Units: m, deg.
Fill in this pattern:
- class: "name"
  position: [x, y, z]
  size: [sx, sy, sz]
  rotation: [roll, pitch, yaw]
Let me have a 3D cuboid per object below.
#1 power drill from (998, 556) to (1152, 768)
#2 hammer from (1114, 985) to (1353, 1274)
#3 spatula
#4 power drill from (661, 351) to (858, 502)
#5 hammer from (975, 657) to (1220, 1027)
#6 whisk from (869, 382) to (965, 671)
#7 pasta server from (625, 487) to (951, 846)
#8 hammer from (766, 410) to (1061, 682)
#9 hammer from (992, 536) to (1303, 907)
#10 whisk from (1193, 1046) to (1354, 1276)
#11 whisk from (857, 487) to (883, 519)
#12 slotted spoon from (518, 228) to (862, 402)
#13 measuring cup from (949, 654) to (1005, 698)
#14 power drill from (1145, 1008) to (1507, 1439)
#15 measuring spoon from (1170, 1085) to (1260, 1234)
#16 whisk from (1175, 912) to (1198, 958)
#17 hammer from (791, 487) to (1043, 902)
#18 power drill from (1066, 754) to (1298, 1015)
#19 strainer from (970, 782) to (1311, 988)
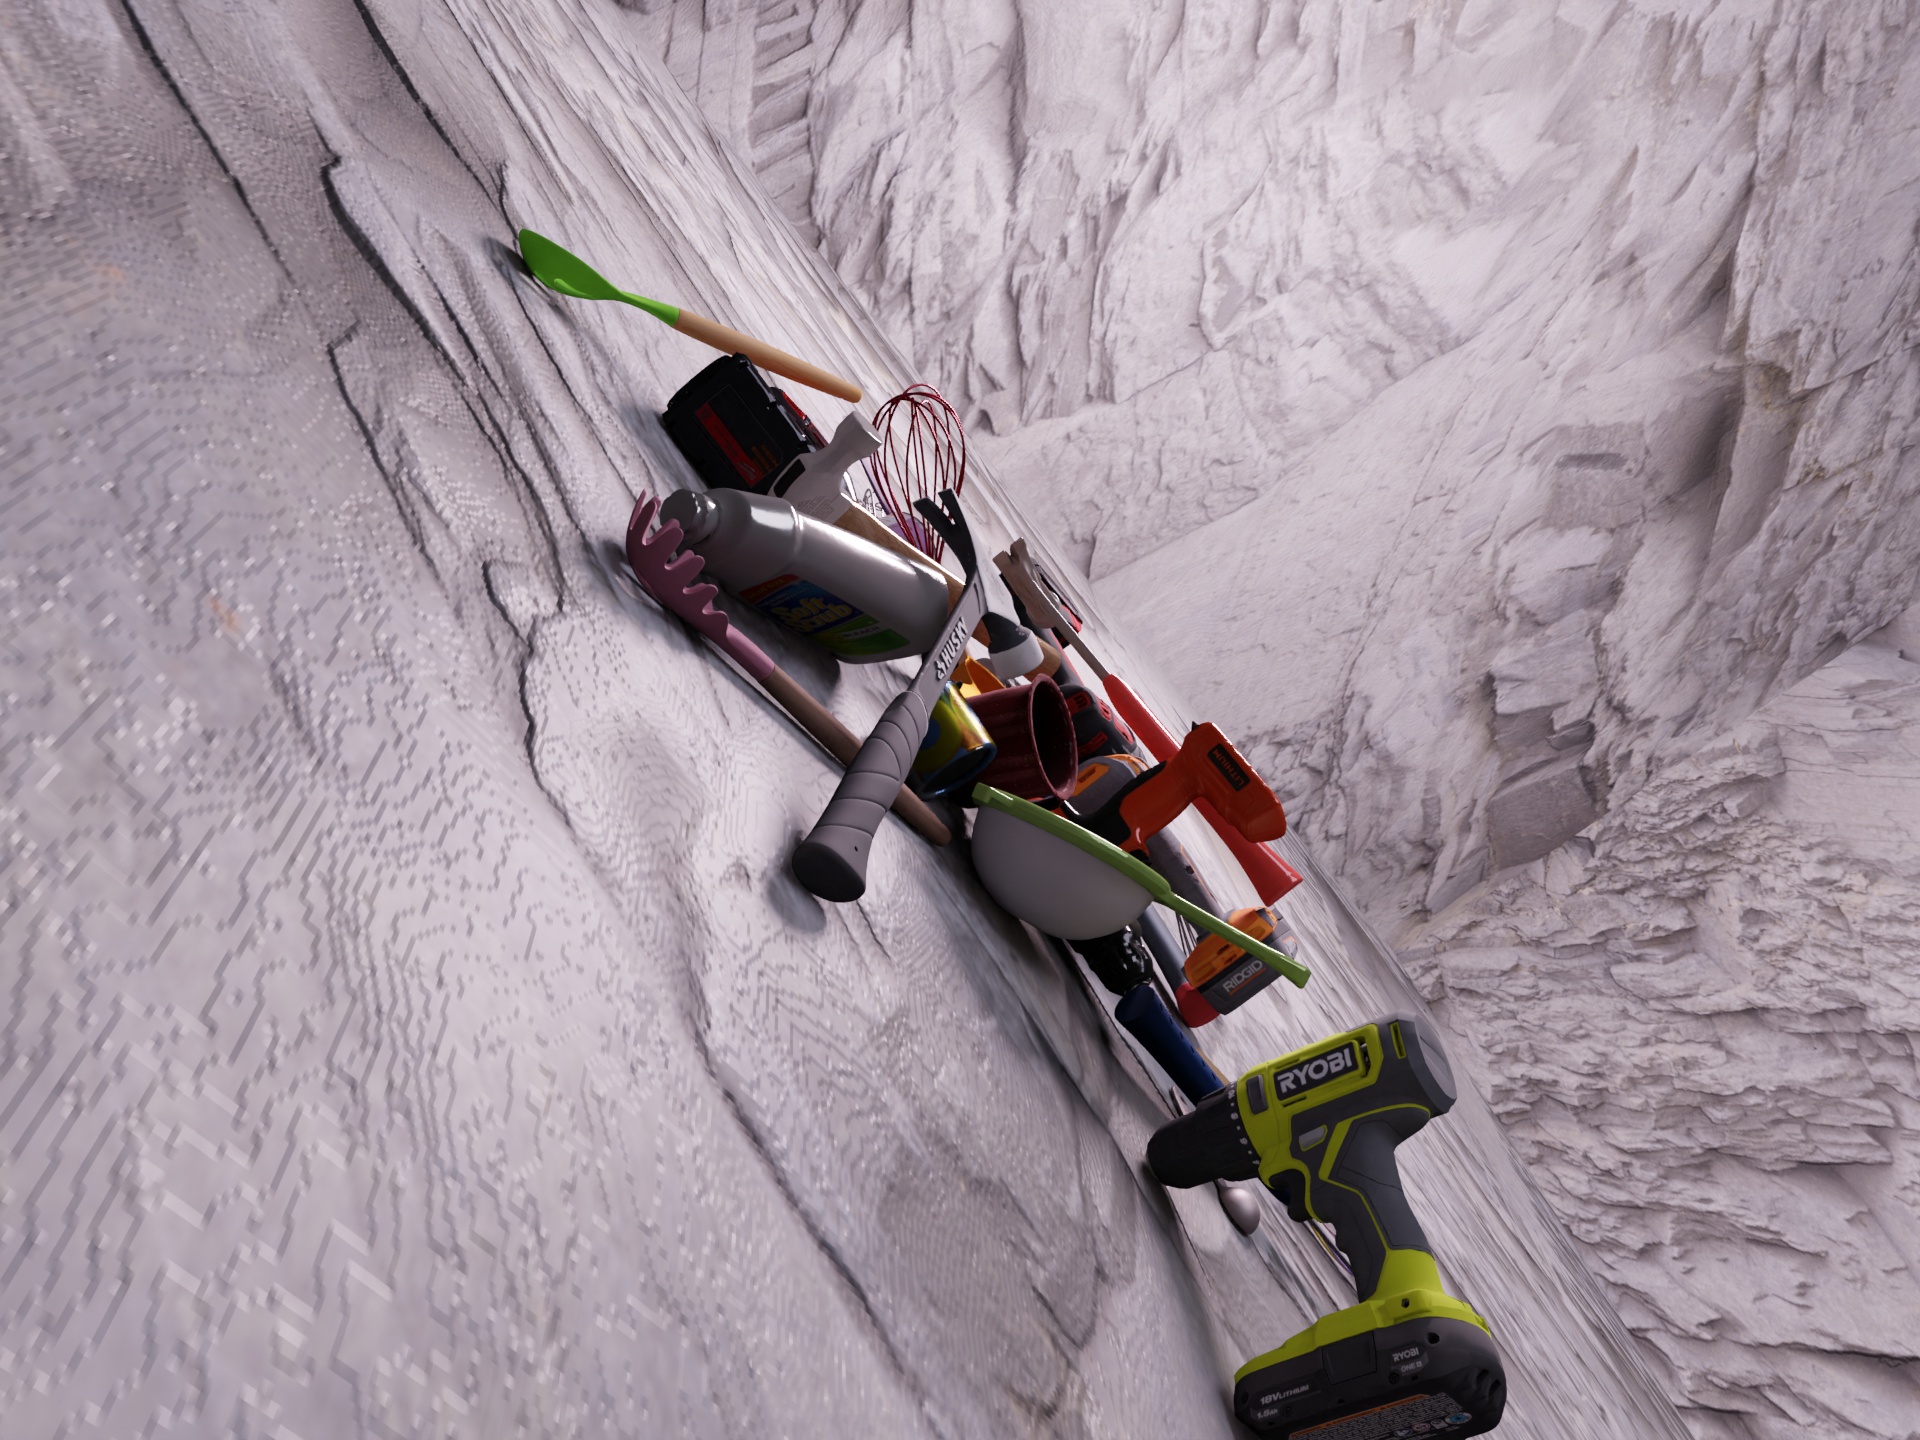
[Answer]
- class: "power drill"
  position: [0.107, -0.028, 1.514]
  size: [0.187, 0.080, 0.227]
  rotation: [43, 17, -51]
- class: "hammer"
  position: [0.246, 0.348, 1.135]
  size: [0.405, 0.035, 0.144]
  rotation: [51, 2, -13]
- class: "spatula"
  position: [-0.032, -0.129, 1.425]
  size: [0.316, 0.018, 0.060]
  rotation: [65, 12, -5]
- class: "power drill"
  position: [-0.142, -0.207, 1.258]
  size: [0.143, 0.078, 0.219]
  rotation: [53, 8, 2]
- class: "hammer"
  position: [0.128, 0.111, 1.450]
  size: [0.387, 0.038, 0.143]
  rotation: [59, 11, 28]
- class: "whisk"
  position: [-0.026, -0.134, 1.257]
  size: [0.073, 0.073, 0.295]
  rotation: [-115, -166, -47]
- class: "pasta server"
  position: [-0.095, -0.018, 0.960]
  size: [0.315, 0.040, 0.060]
  rotation: [46, 2, -35]
- class: "hammer"
  position: [-0.025, -0.105, 1.219]
  size: [0.331, 0.130, 0.031]
  rotation: [34, 21, -46]
- class: "hammer"
  position: [0.152, 0.002, 1.309]
  size: [0.359, 0.036, 0.149]
  rotation: [52, 2, 22]
- class: "whisk"
  position: [0.258, 0.345, 1.247]
  size: [0.245, 0.047, 0.051]
  rotation: [48, 13, -8]
- class: "whisk"
  position: [-0.075, -0.142, 1.415]
  size: [0.059, 0.057, 0.247]
  rotation: [12, 30, -16]
- class: "slotted spoon"
  position: [-0.195, -0.296, 1.207]
  size: [0.313, 0.031, 0.070]
  rotation: [15, 5, -42]
- class: "measuring cup"
  position: [-0.002, -0.004, 1.257]
  size: [0.095, 0.052, 0.173]
  rotation: [54, 17, 17]
- class: "power drill"
  position: [0.199, 0.290, 0.897]
  size: [0.080, 0.190, 0.229]
  rotation: [45, 28, -33]
- class: "measuring spoon"
  position: [0.179, 0.303, 1.117]
  size: [0.034, 0.018, 0.124]
  rotation: [42, 15, -43]
- class: "whisk"
  position: [0.204, 0.161, 1.477]
  size: [0.239, 0.055, 0.055]
  rotation: [60, 10, -13]
- class: "hammer"
  position: [-0.026, -0.016, 0.966]
  size: [0.149, 0.036, 0.409]
  rotation: [64, 23, -19]
- class: "power drill"
  position: [0.182, 0.124, 1.323]
  size: [0.226, 0.084, 0.164]
  rotation: [53, 12, 9]
- class: "strainer"
  position: [0.108, 0.133, 1.074]
  size: [0.256, 0.069, 0.151]
  rotation: [29, -8, 10]
